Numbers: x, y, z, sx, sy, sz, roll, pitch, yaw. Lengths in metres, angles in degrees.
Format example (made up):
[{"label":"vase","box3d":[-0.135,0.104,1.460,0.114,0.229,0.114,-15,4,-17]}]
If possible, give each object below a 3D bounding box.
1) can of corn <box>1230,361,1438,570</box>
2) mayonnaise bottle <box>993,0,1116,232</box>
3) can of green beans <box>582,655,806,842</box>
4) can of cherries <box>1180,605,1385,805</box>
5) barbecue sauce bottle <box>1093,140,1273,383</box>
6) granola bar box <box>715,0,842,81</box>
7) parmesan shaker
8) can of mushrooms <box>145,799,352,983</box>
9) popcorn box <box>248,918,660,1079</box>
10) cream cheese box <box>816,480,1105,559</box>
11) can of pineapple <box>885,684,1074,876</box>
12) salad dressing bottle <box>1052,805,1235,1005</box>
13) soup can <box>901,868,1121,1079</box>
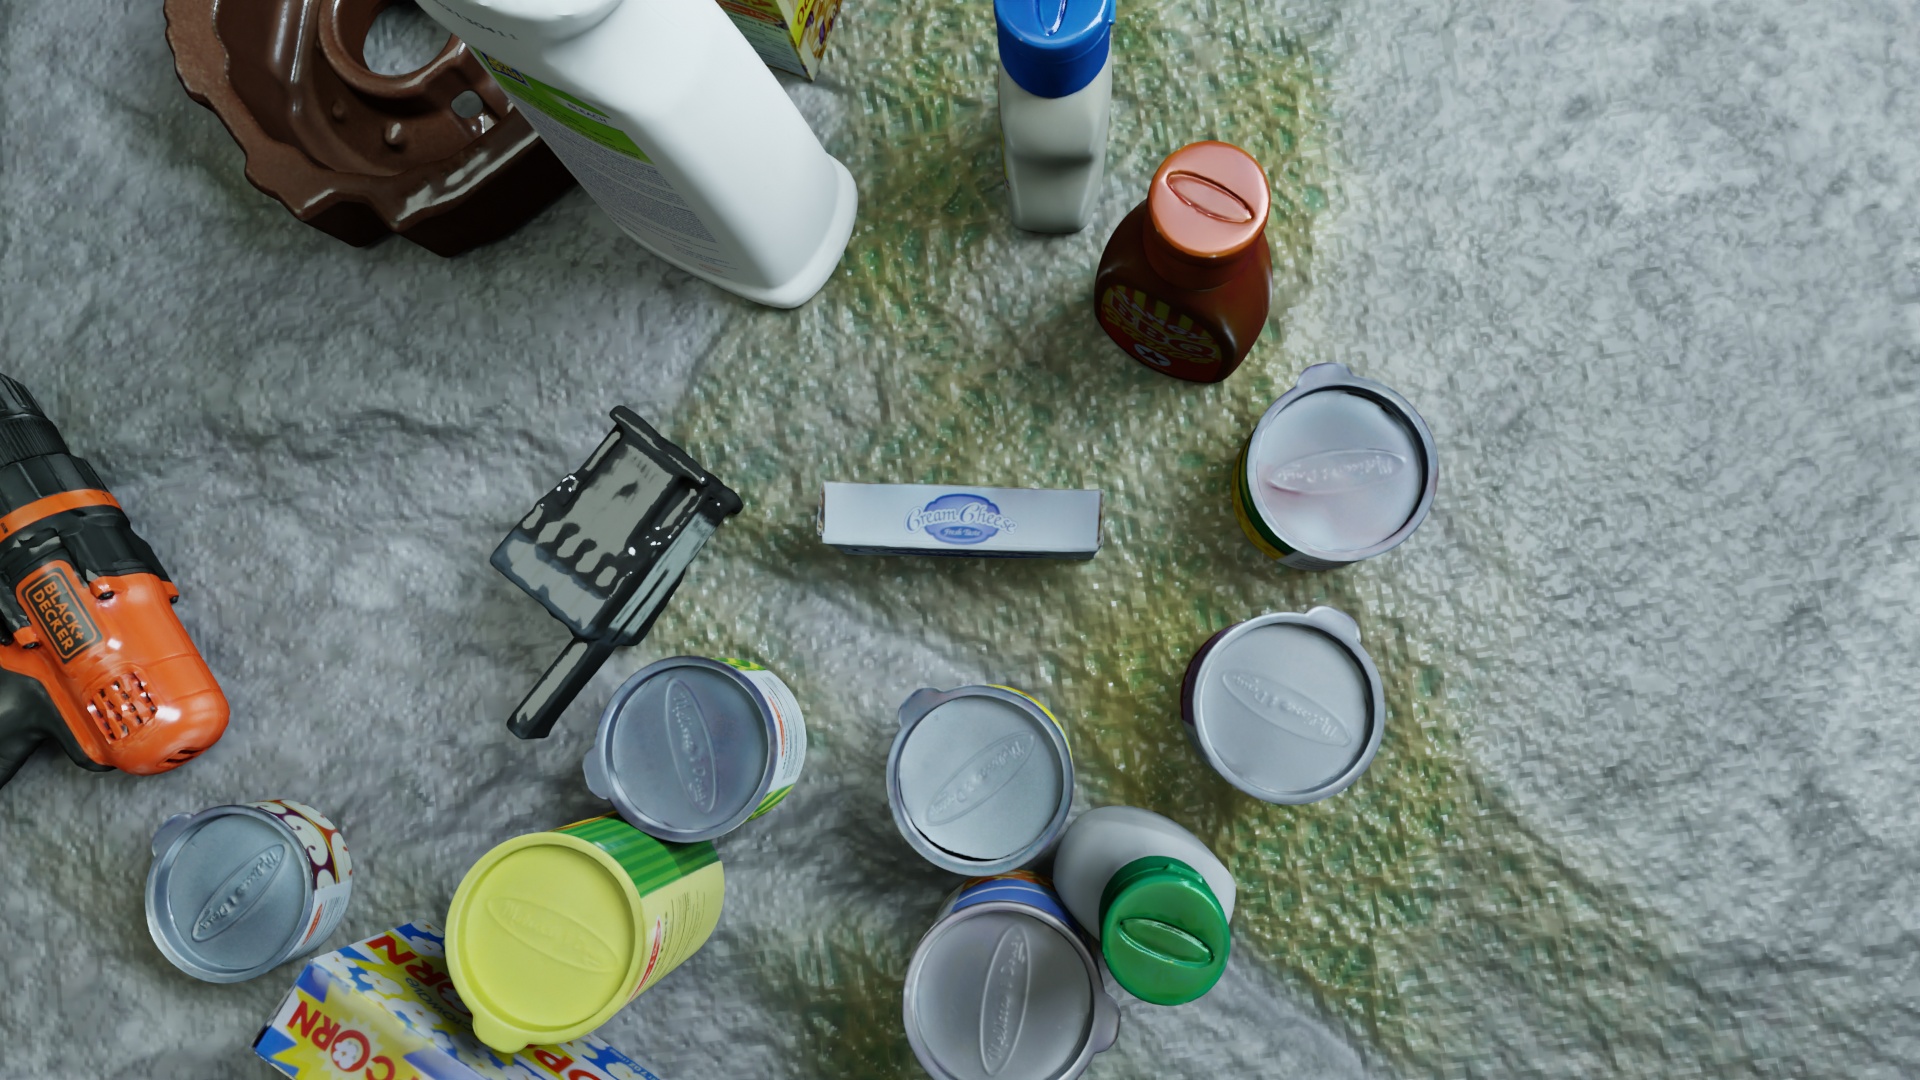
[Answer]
[{"label":"can of corn","box3d":[0.135,-0.025,0.514,0.071,0.058,0.071,0,84,4]},{"label":"mayonnaise bottle","box3d":[0.033,-0.159,0.491,0.041,0.148,0.065,3,85,5]},{"label":"can of green beans","box3d":[-0.095,0.076,0.520,0.071,0.058,0.071,0,84,4]},{"label":"can of cherries","box3d":[0.117,0.058,0.506,0.071,0.058,0.071,0,84,4]},{"label":"barbecue sauce bottle","box3d":[0.079,-0.094,0.480,0.065,0.148,0.043,29,87,7]},{"label":"granola bar box","box3d":[-0.057,-0.279,0.522,0.039,0.124,0.165,18,86,6]},{"label":"parmesan shaker","box3d":[-0.130,0.134,0.494,0.071,0.103,0.071,0,84,4]},{"label":"can of mushrooms","box3d":[-0.277,0.133,0.539,0.071,0.033,0.071,0,84,4]},{"label":"popcorn box","box3d":[-0.173,0.192,0.499,0.127,0.085,0.038,31,87,7]},{"label":"cream cheese box","box3d":[0.002,-0.007,0.524,0.104,0.053,0.024,2,85,4]},{"label":"can of pineapple","box3d":[0.008,0.084,0.512,0.071,0.058,0.071,0,84,4]},{"label":"salad dressing bottle","box3d":[0.062,0.118,0.459,0.064,0.147,0.044,20,86,6]},{"label":"soup can","box3d":[0.019,0.155,0.490,0.071,0.083,0.071,0,84,4]}]
